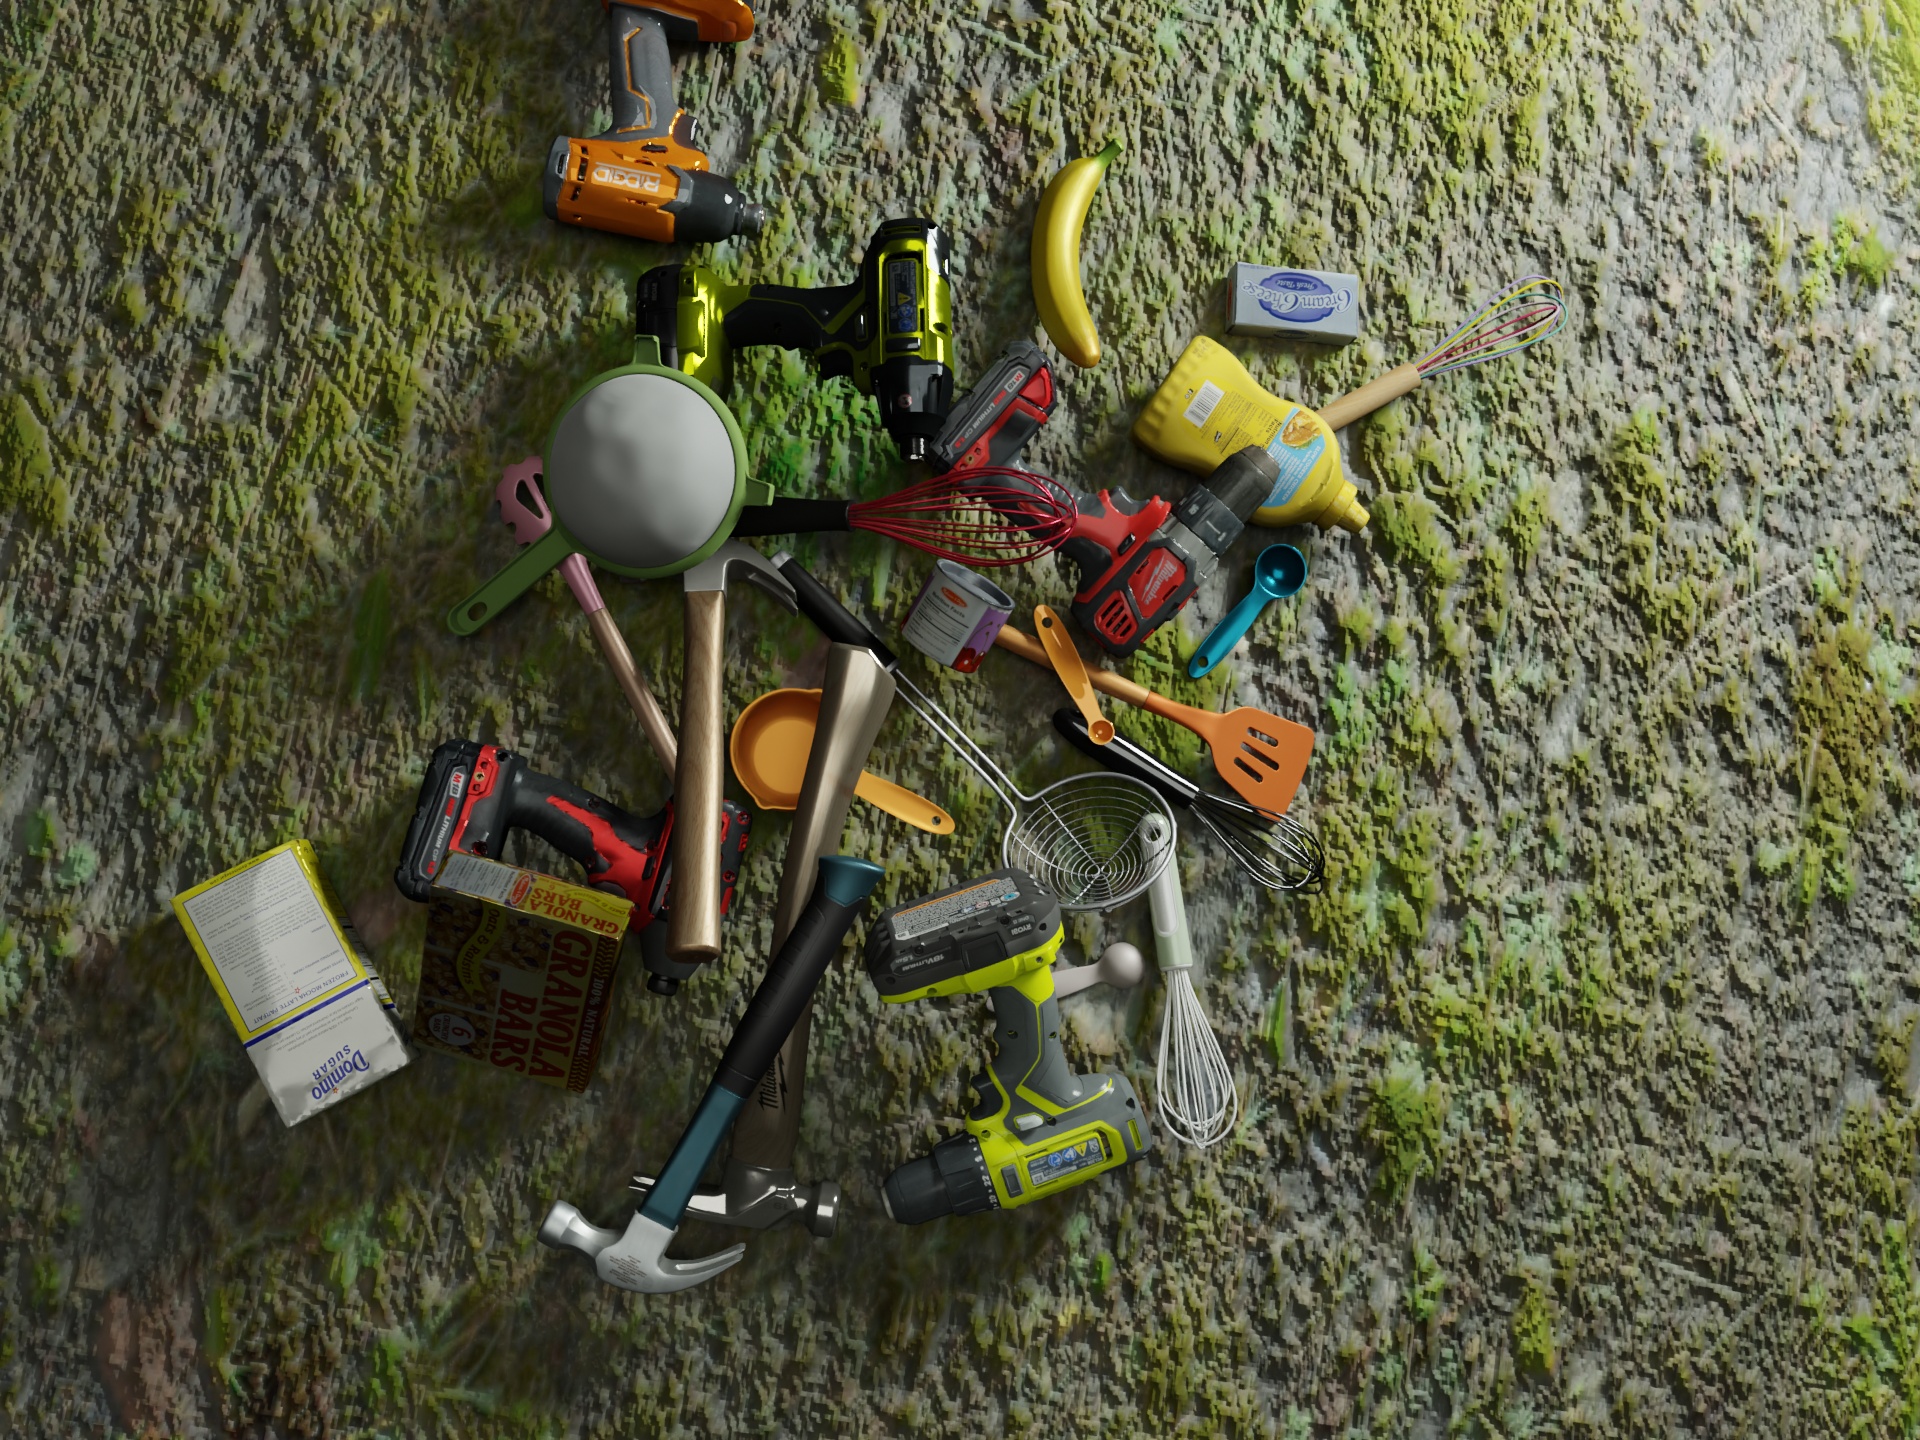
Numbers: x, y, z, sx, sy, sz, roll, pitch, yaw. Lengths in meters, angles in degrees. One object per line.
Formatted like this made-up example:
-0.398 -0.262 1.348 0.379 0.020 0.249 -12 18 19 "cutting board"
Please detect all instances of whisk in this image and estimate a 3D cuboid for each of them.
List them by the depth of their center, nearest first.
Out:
-0.060 -0.147 1.143 0.296 0.073 0.073 3 80 18 "whisk"
0.159 0.189 1.169 0.058 0.059 0.246 -12 78 19 "whisk"
0.171 0.059 1.189 0.239 0.055 0.055 32 79 3 "whisk"
0.381 -0.283 1.270 0.245 0.047 0.051 -29 74 -6 "whisk"

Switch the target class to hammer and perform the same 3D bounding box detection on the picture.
-0.150 0.235 1.073 0.128 0.033 0.331 29 89 -2 "hammer"
-0.177 0.009 1.095 0.130 0.031 0.332 -3 59 -2 "hammer"
-0.122 0.148 1.108 0.146 0.038 0.410 11 91 -5 "hammer"

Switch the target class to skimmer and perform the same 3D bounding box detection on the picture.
-0.002 -0.004 1.152 0.363 0.090 0.127 44 66 2 "skimmer"

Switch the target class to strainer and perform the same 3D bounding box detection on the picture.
-0.268 -0.141 1.105 0.256 0.069 0.151 -38 89 8 "strainer"

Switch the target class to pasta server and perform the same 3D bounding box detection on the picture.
-0.253 -0.054 1.164 0.060 0.040 0.316 -27 90 -10 "pasta server"

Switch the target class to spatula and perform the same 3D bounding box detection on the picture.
0.116 -0.024 1.207 0.322 0.041 0.081 25 79 1 "spatula"

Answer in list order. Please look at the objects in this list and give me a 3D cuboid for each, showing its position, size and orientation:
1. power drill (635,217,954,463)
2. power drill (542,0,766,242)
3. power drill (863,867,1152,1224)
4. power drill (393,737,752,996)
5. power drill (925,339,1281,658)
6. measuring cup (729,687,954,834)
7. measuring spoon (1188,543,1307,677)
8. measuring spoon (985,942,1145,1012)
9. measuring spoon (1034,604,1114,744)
-0.116 -0.263 1.150 0.223 0.080 0.171 -3 82 12 "power drill"
-0.215 -0.473 1.205 0.164 0.084 0.226 10 85 -6 "power drill"
0.014 0.235 1.100 0.190 0.080 0.228 -19 106 -4 "power drill"
-0.267 0.101 1.107 0.219 0.078 0.143 15 83 -3 "power drill"
0.105 -0.182 1.180 0.226 0.080 0.188 43 98 -1 "power drill"
-0.085 0.042 1.157 0.173 0.052 0.095 27 79 -4 "measuring cup"
0.218 -0.083 1.233 0.042 0.021 0.128 41 88 -7 "measuring spoon"
0.078 0.193 1.170 0.124 0.018 0.034 -15 84 -8 "measuring spoon"
0.083 -0.034 1.184 0.021 0.011 0.117 -25 79 -3 "measuring spoon"
